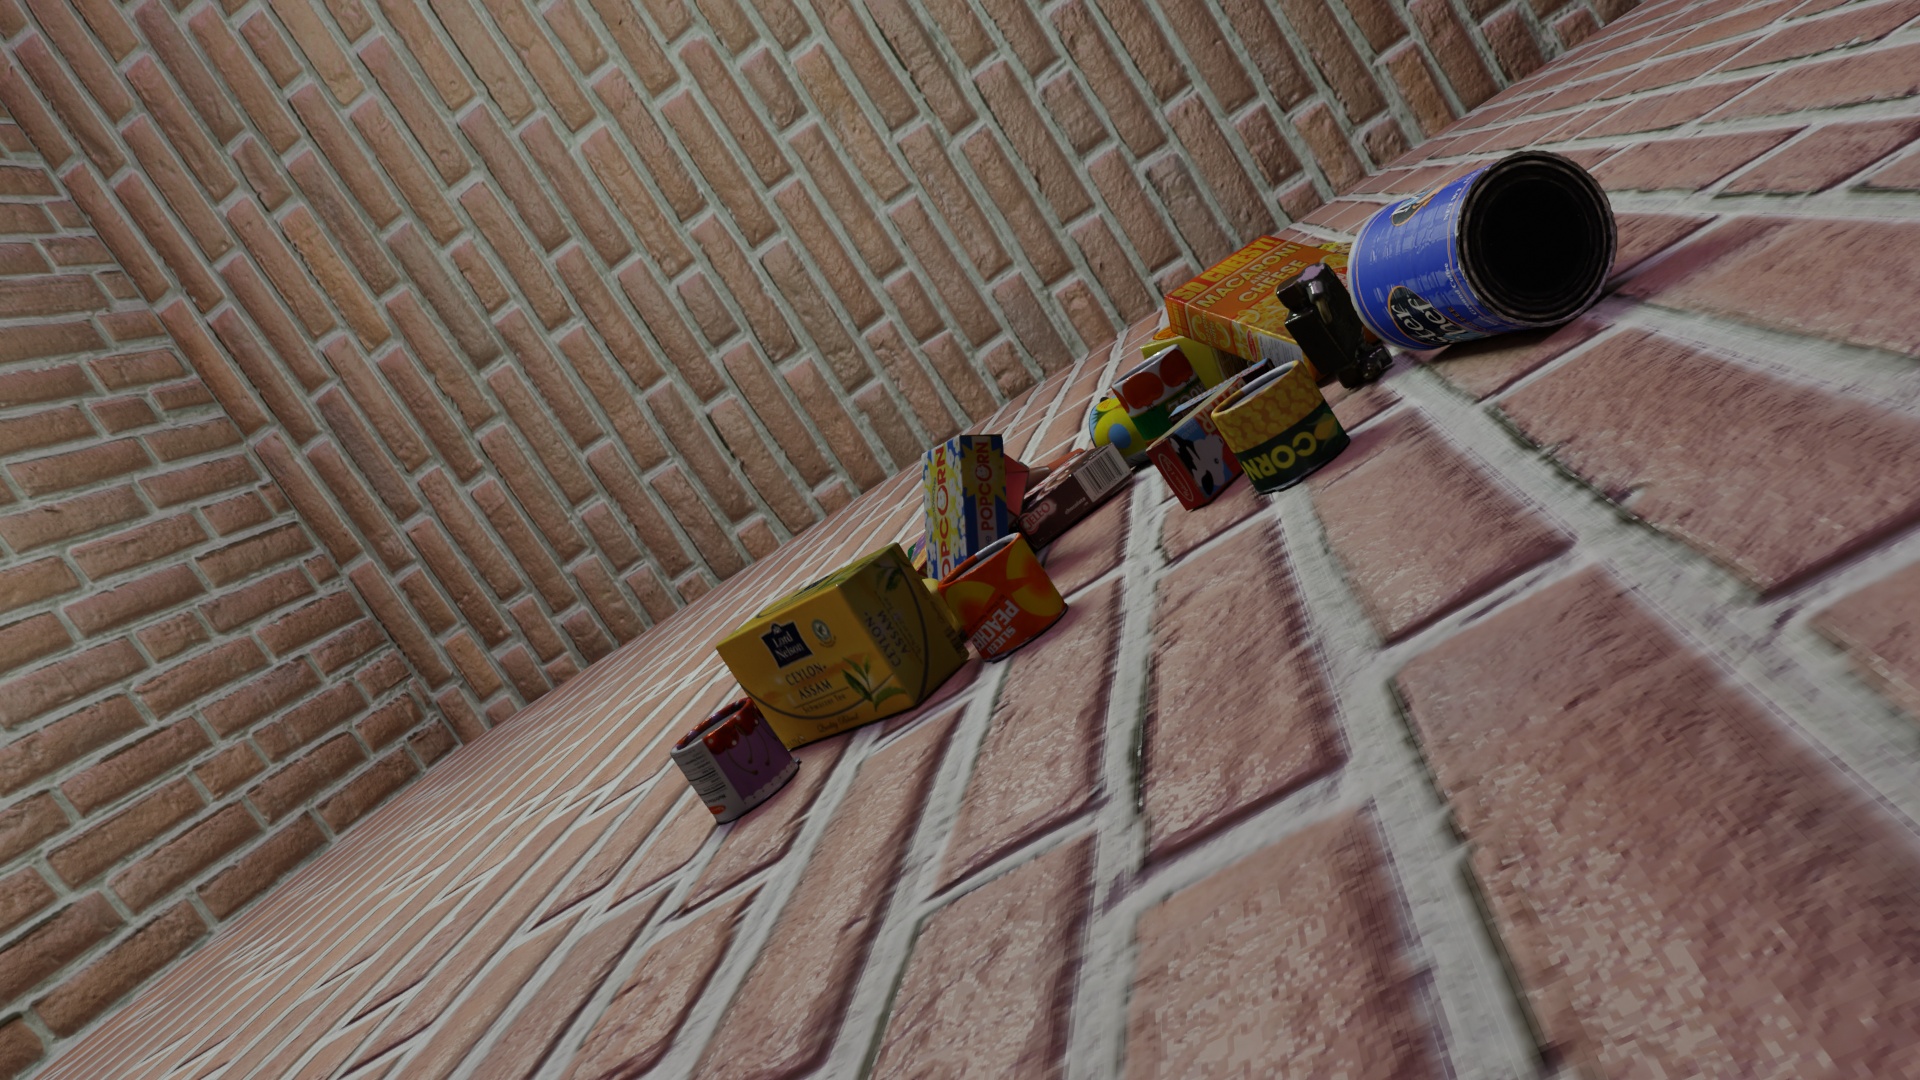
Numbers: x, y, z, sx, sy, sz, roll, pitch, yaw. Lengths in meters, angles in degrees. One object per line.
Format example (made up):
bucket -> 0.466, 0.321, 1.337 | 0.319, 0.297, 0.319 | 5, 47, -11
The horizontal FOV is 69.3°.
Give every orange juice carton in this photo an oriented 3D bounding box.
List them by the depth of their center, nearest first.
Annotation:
orange juice carton -> 0.252, -0.193, 1.348 | 0.071, 0.073, 0.194 | -11, 20, 36

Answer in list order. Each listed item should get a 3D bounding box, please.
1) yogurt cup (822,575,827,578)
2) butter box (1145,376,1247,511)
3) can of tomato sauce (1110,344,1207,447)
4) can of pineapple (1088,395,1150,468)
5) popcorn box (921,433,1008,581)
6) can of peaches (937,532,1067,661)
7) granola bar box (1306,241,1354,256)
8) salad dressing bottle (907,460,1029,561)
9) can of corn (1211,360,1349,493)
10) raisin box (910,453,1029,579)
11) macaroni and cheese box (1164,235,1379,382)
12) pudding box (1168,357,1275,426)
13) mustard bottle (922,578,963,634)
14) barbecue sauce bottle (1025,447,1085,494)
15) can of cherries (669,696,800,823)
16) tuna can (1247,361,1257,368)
yogurt cup -> -0.114, 0.068, 1.292 | 0.072, 0.072, 0.053 | -36, -1, -19
butter box -> 0.177, -0.068, 0.966 | 0.104, 0.053, 0.024 | -38, 5, -38
can of tomato sauce -> 0.173, -0.110, 1.139 | 0.071, 0.083, 0.071 | -33, 7, 4
can of pineapple -> 0.156, -0.104, 1.232 | 0.057, 0.071, 0.071 | -26, 10, 44
popcorn box -> 0.004, -0.014, 1.077 | 0.038, 0.127, 0.085 | -1, -7, -21
can of peaches -> 0.026, 0.037, 0.900 | 0.071, 0.058, 0.071 | -32, 7, 4
granola bar box -> 0.332, -0.231, 1.276 | 0.124, 0.039, 0.166 | 3, 30, 38
salad dressing bottle -> 0.012, -0.019, 1.352 | 0.147, 0.064, 0.044 | -37, -35, 23
can of corn -> 0.198, -0.070, 0.865 | 0.071, 0.058, 0.071 | -33, 7, 4
raisin box -> 0.005, -0.009, 1.181 | 0.123, 0.040, 0.086 | -49, 14, 28
macaroni and cheese box -> 0.270, -0.194, 1.147 | 0.124, 0.040, 0.167 | -33, 36, -19
pudding box -> 0.203, -0.093, 1.031 | 0.083, 0.049, 0.030 | -29, 6, 27
mustard bottle -> -0.039, 0.061, 1.062 | 0.065, 0.049, 0.160 | -39, 8, -9
barbecue sauce bottle -> 0.055, -0.035, 1.274 | 0.149, 0.044, 0.064 | -29, -36, -8
can of cherries -> -0.151, 0.146, 0.938 | 0.071, 0.058, 0.071 | -33, 7, 5
tuna can -> 0.281, -0.155, 1.175 | 0.071, 0.033, 0.071 | -33, 7, 5
